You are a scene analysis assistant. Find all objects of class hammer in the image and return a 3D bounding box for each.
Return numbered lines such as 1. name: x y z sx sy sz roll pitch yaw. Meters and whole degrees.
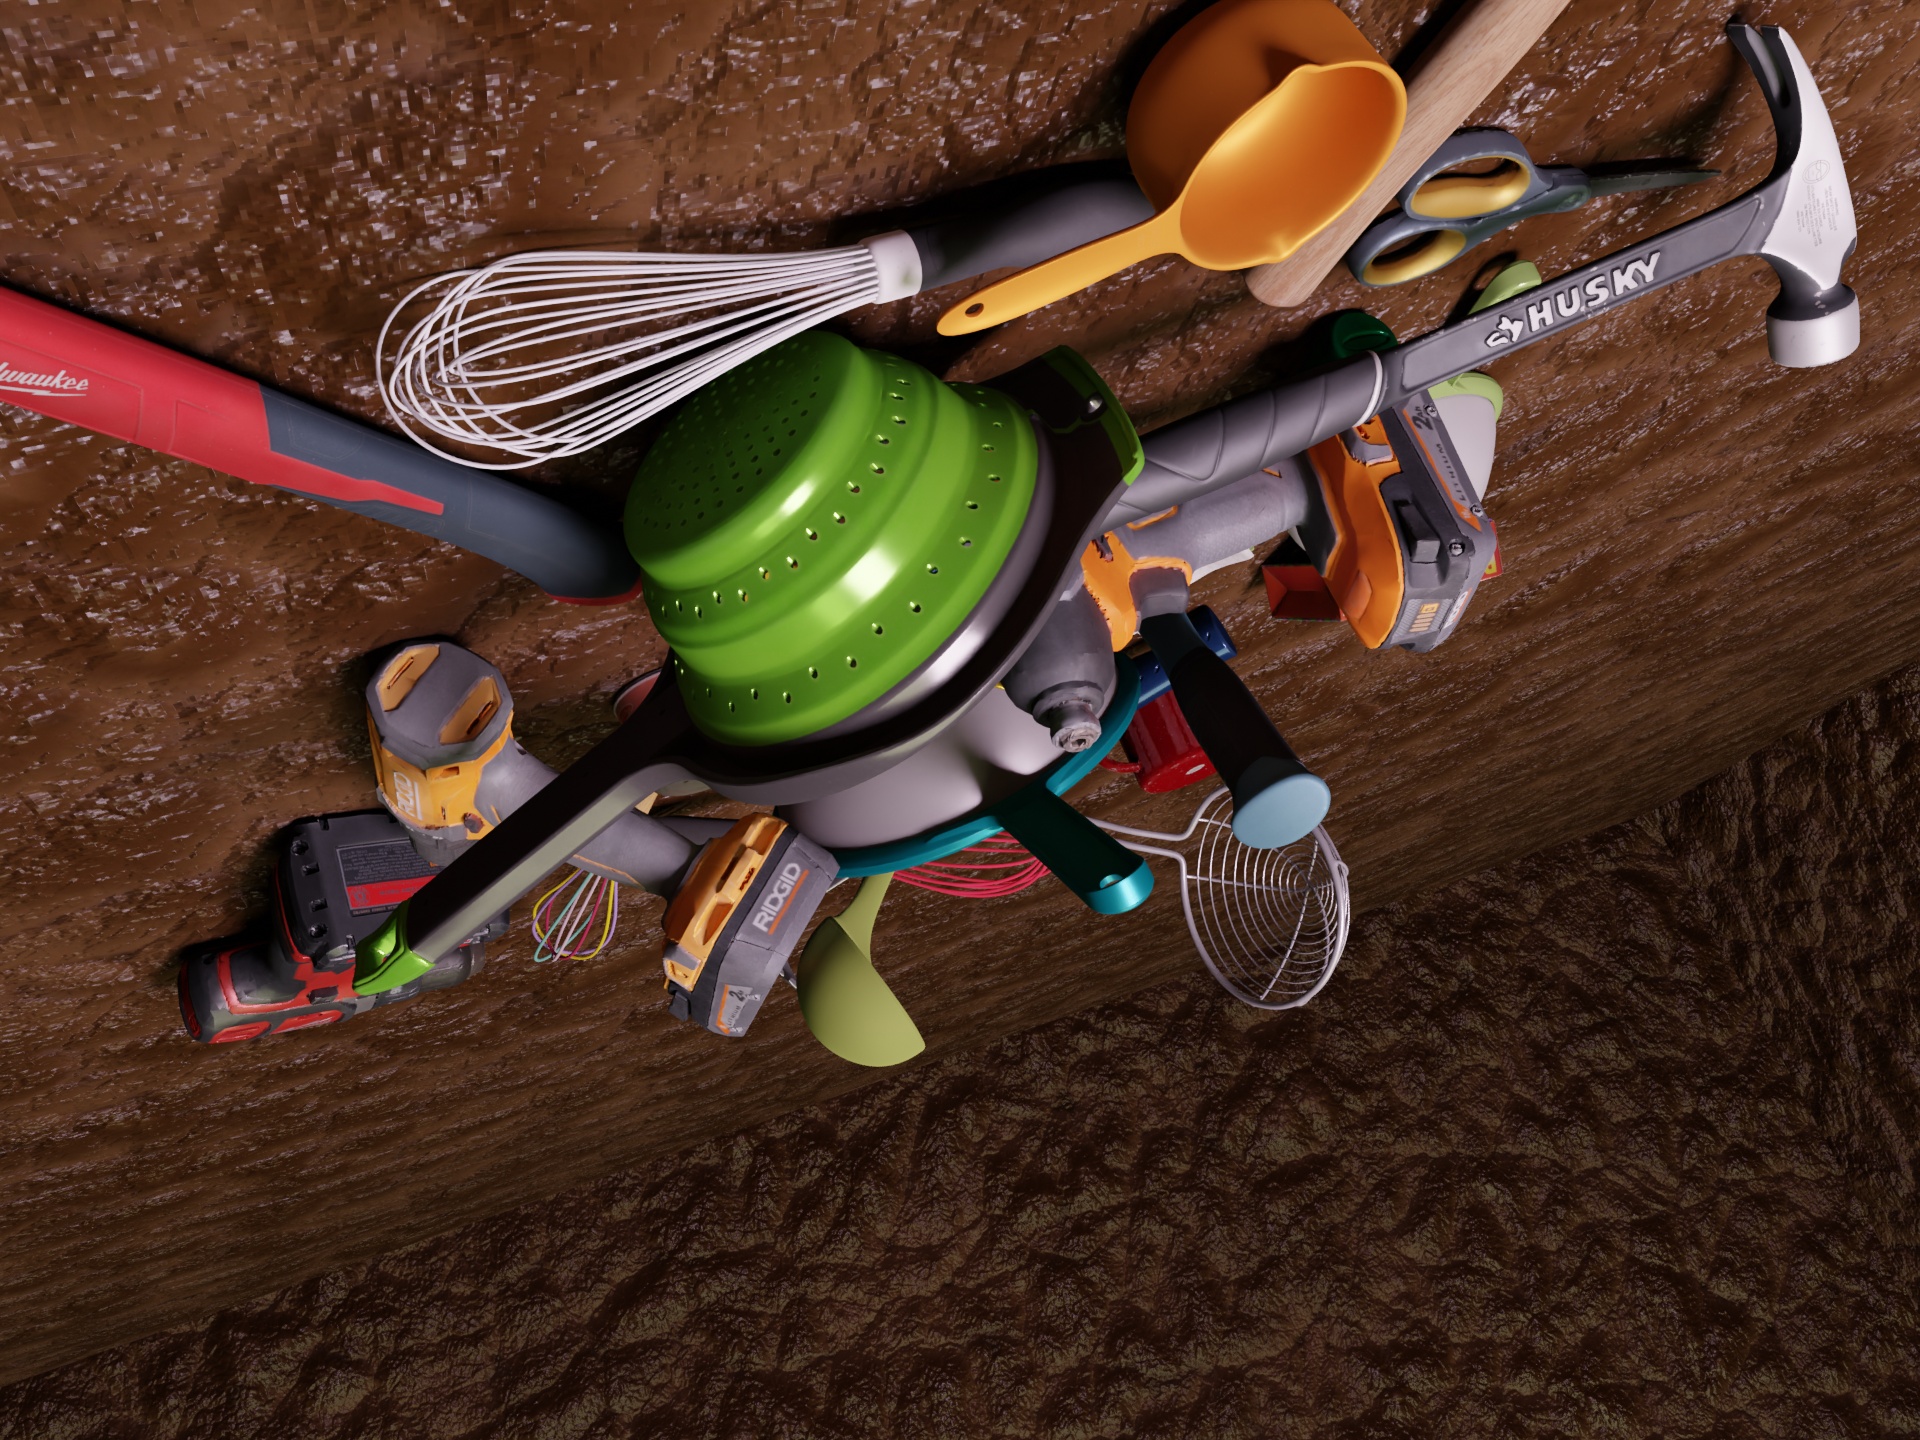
1. hammer: 0.012 0.050 1.113 0.405 0.144 0.035 -33 121 15
2. hammer: 0.183 -0.149 0.655 0.409 0.036 0.149 -23 118 -4
3. hammer: -0.217 -0.101 0.510 0.143 0.038 0.386 -30 160 20
4. hammer: 0.121 -0.020 0.809 0.128 0.033 0.331 -46 -162 12
5. hammer: 0.202 -0.258 0.546 0.130 0.031 0.331 -10 159 -31

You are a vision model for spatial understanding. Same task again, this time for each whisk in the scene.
1. whisk: -0.080 0.075 1.018 0.296 0.073 0.073 1 164 9
2. whisk: -0.233 0.091 1.018 0.051 0.047 0.245 -19 156 -39
3. whisk: -0.053 -0.145 0.539 0.284 0.070 0.070 -20 163 -21

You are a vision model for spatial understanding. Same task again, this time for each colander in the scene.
1. colander: -0.121 -0.029 0.614 0.397 0.205 0.094 -37 127 12

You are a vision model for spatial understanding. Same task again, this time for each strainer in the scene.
1. strainer: -0.001 -0.002 0.761 0.211 0.095 0.341 -30 -159 -9
2. strainer: 0.258 -0.147 0.863 0.151 0.069 0.256 -17 163 -14

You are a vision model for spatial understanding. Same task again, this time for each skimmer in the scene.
1. skimmer: 0.043 0.066 0.917 0.363 0.127 0.090 14 -158 14

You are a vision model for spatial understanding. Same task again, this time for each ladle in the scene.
1. ladle: -0.025 0.056 0.853 0.062 0.320 0.078 -17 121 22

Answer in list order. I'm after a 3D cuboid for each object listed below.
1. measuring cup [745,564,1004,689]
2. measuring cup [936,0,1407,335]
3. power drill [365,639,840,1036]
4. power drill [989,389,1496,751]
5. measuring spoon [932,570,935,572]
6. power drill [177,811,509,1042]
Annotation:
1. measuring cup: -0.045 -0.048 0.728 0.156 0.029 0.062 18 180 17
2. measuring cup: 0.062 -0.186 0.540 0.173 0.052 0.095 -25 158 -1
3. power drill: -0.185 0.066 0.784 0.084 0.226 0.185 -61 -179 -30
4. power drill: 0.113 -0.070 0.712 0.226 0.164 0.084 -8 149 -7
5. measuring spoon: -0.006 -0.093 0.813 0.128 0.021 0.042 -28 -167 -9
6. power drill: -0.350 0.129 0.962 0.187 0.080 0.226 -5 159 -41
